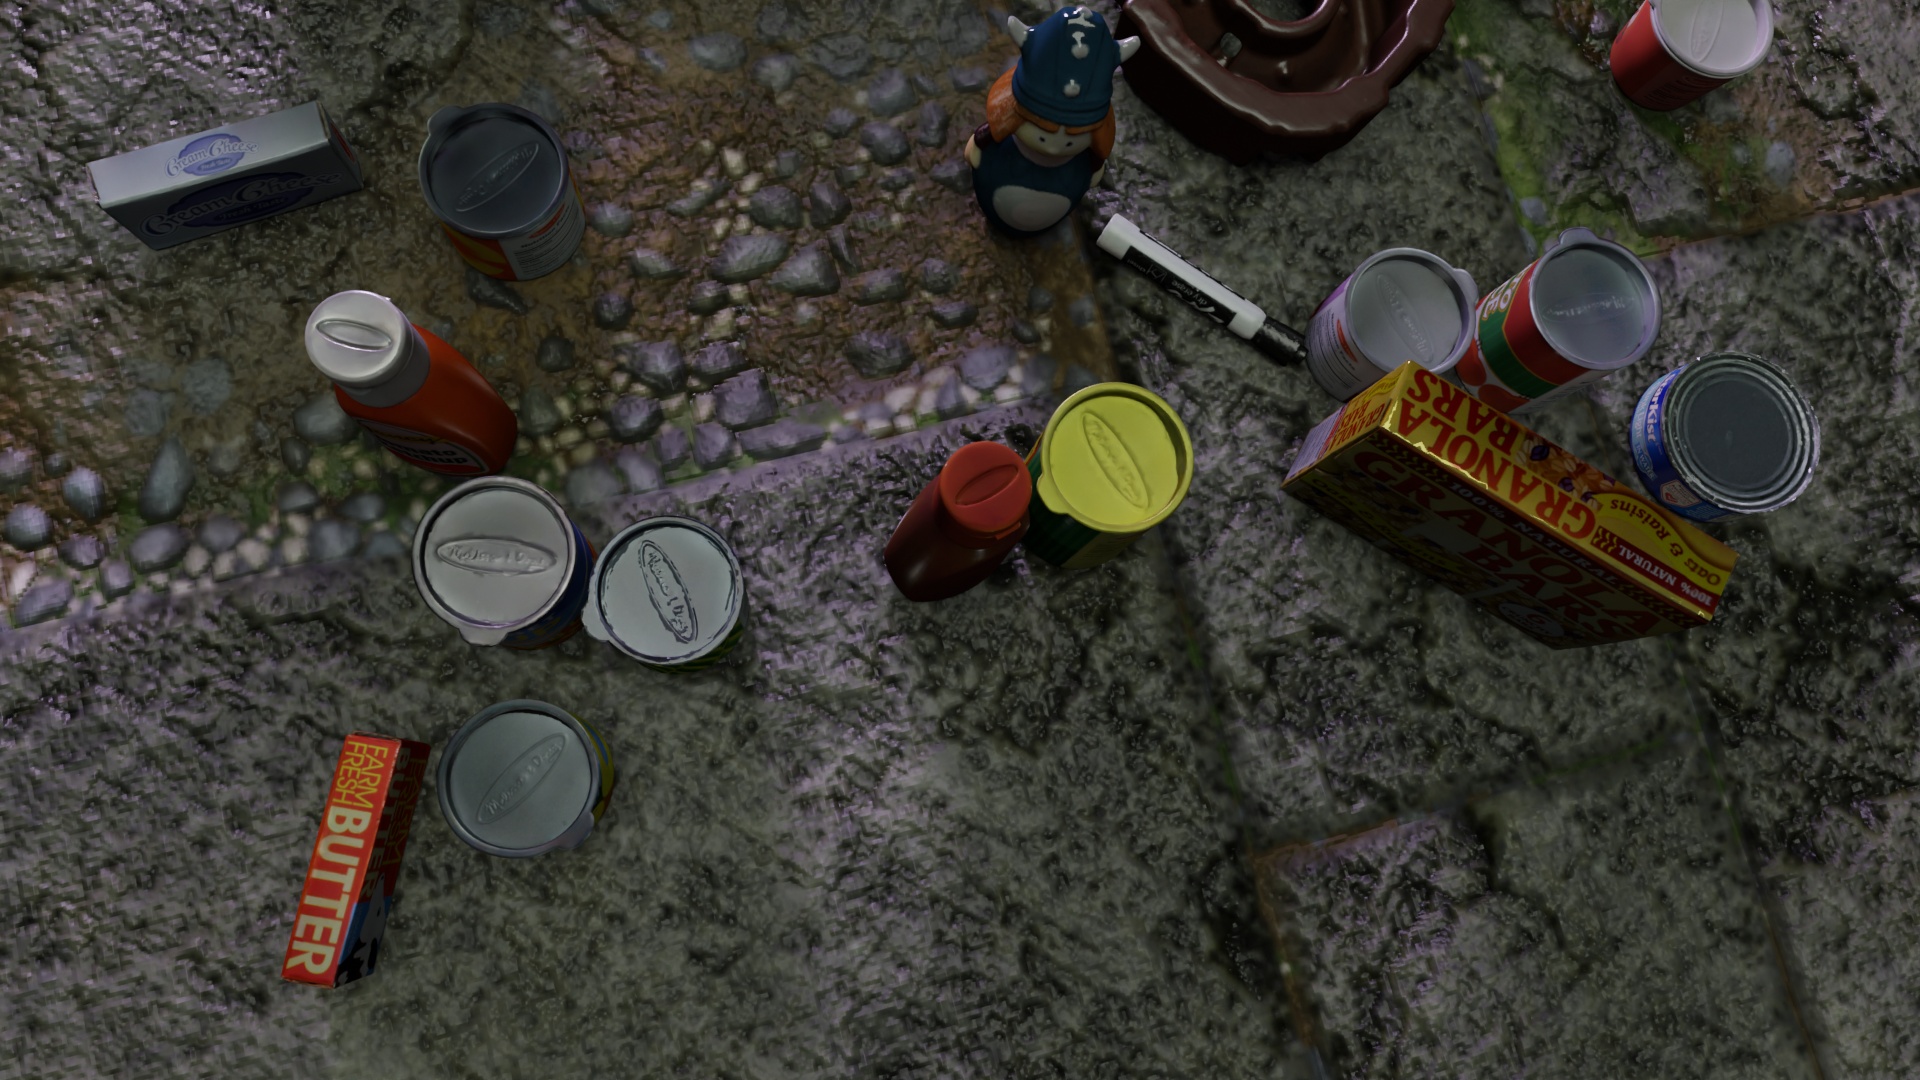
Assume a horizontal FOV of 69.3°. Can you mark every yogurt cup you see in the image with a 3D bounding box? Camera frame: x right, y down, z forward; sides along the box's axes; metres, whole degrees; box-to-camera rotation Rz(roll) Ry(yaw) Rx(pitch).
[{"bbox_3d":[0.390,-0.268,0.748,0.072,0.054,0.072,1,79,-6],"label":"yogurt cup"}]

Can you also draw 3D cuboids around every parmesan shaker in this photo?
[{"bbox_3d":[0.059,-0.025,0.637,0.071,0.103,0.071,1,80,-6],"label":"parmesan shaker"}]

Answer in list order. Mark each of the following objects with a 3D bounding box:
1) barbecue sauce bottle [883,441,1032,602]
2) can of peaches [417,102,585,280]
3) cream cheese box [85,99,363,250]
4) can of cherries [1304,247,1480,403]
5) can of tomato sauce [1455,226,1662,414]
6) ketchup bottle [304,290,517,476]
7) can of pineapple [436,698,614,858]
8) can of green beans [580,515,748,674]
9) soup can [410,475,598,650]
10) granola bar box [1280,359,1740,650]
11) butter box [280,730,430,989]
[{"bbox_3d":[0.002,-0.008,0.604,0.065,0.148,0.043,-29,84,-11],"label":"barbecue sauce bottle"},{"bbox_3d":[-0.215,-0.164,0.654,0.071,0.058,0.071,1,79,-6],"label":"can of peaches"},{"bbox_3d":[-0.337,-0.168,0.643,0.104,0.053,0.024,-20,83,-10],"label":"cream cheese box"},{"bbox_3d":[0.215,-0.105,0.694,0.071,0.058,0.071,1,79,-6],"label":"can of cherries"},{"bbox_3d":[0.292,-0.106,0.690,0.071,0.083,0.071,1,80,-6],"label":"can of tomato sauce"},{"bbox_3d":[-0.233,-0.064,0.587,0.065,0.148,0.043,13,79,-4],"label":"ketchup bottle"},{"bbox_3d":[-0.187,0.106,0.606,0.071,0.057,0.071,1,79,-6],"label":"can of pineapple"},{"bbox_3d":[-0.130,0.026,0.628,0.071,0.057,0.071,1,79,-6],"label":"can of green beans"},{"bbox_3d":[-0.196,0.015,0.609,0.071,0.083,0.071,1,80,-6],"label":"soup can"},{"bbox_3d":[0.246,-0.010,0.646,0.165,0.124,0.039,30,78,0],"label":"granola bar box"},{"bbox_3d":[-0.257,0.135,0.595,0.024,0.053,0.103,11,78,-4],"label":"butter box"}]
